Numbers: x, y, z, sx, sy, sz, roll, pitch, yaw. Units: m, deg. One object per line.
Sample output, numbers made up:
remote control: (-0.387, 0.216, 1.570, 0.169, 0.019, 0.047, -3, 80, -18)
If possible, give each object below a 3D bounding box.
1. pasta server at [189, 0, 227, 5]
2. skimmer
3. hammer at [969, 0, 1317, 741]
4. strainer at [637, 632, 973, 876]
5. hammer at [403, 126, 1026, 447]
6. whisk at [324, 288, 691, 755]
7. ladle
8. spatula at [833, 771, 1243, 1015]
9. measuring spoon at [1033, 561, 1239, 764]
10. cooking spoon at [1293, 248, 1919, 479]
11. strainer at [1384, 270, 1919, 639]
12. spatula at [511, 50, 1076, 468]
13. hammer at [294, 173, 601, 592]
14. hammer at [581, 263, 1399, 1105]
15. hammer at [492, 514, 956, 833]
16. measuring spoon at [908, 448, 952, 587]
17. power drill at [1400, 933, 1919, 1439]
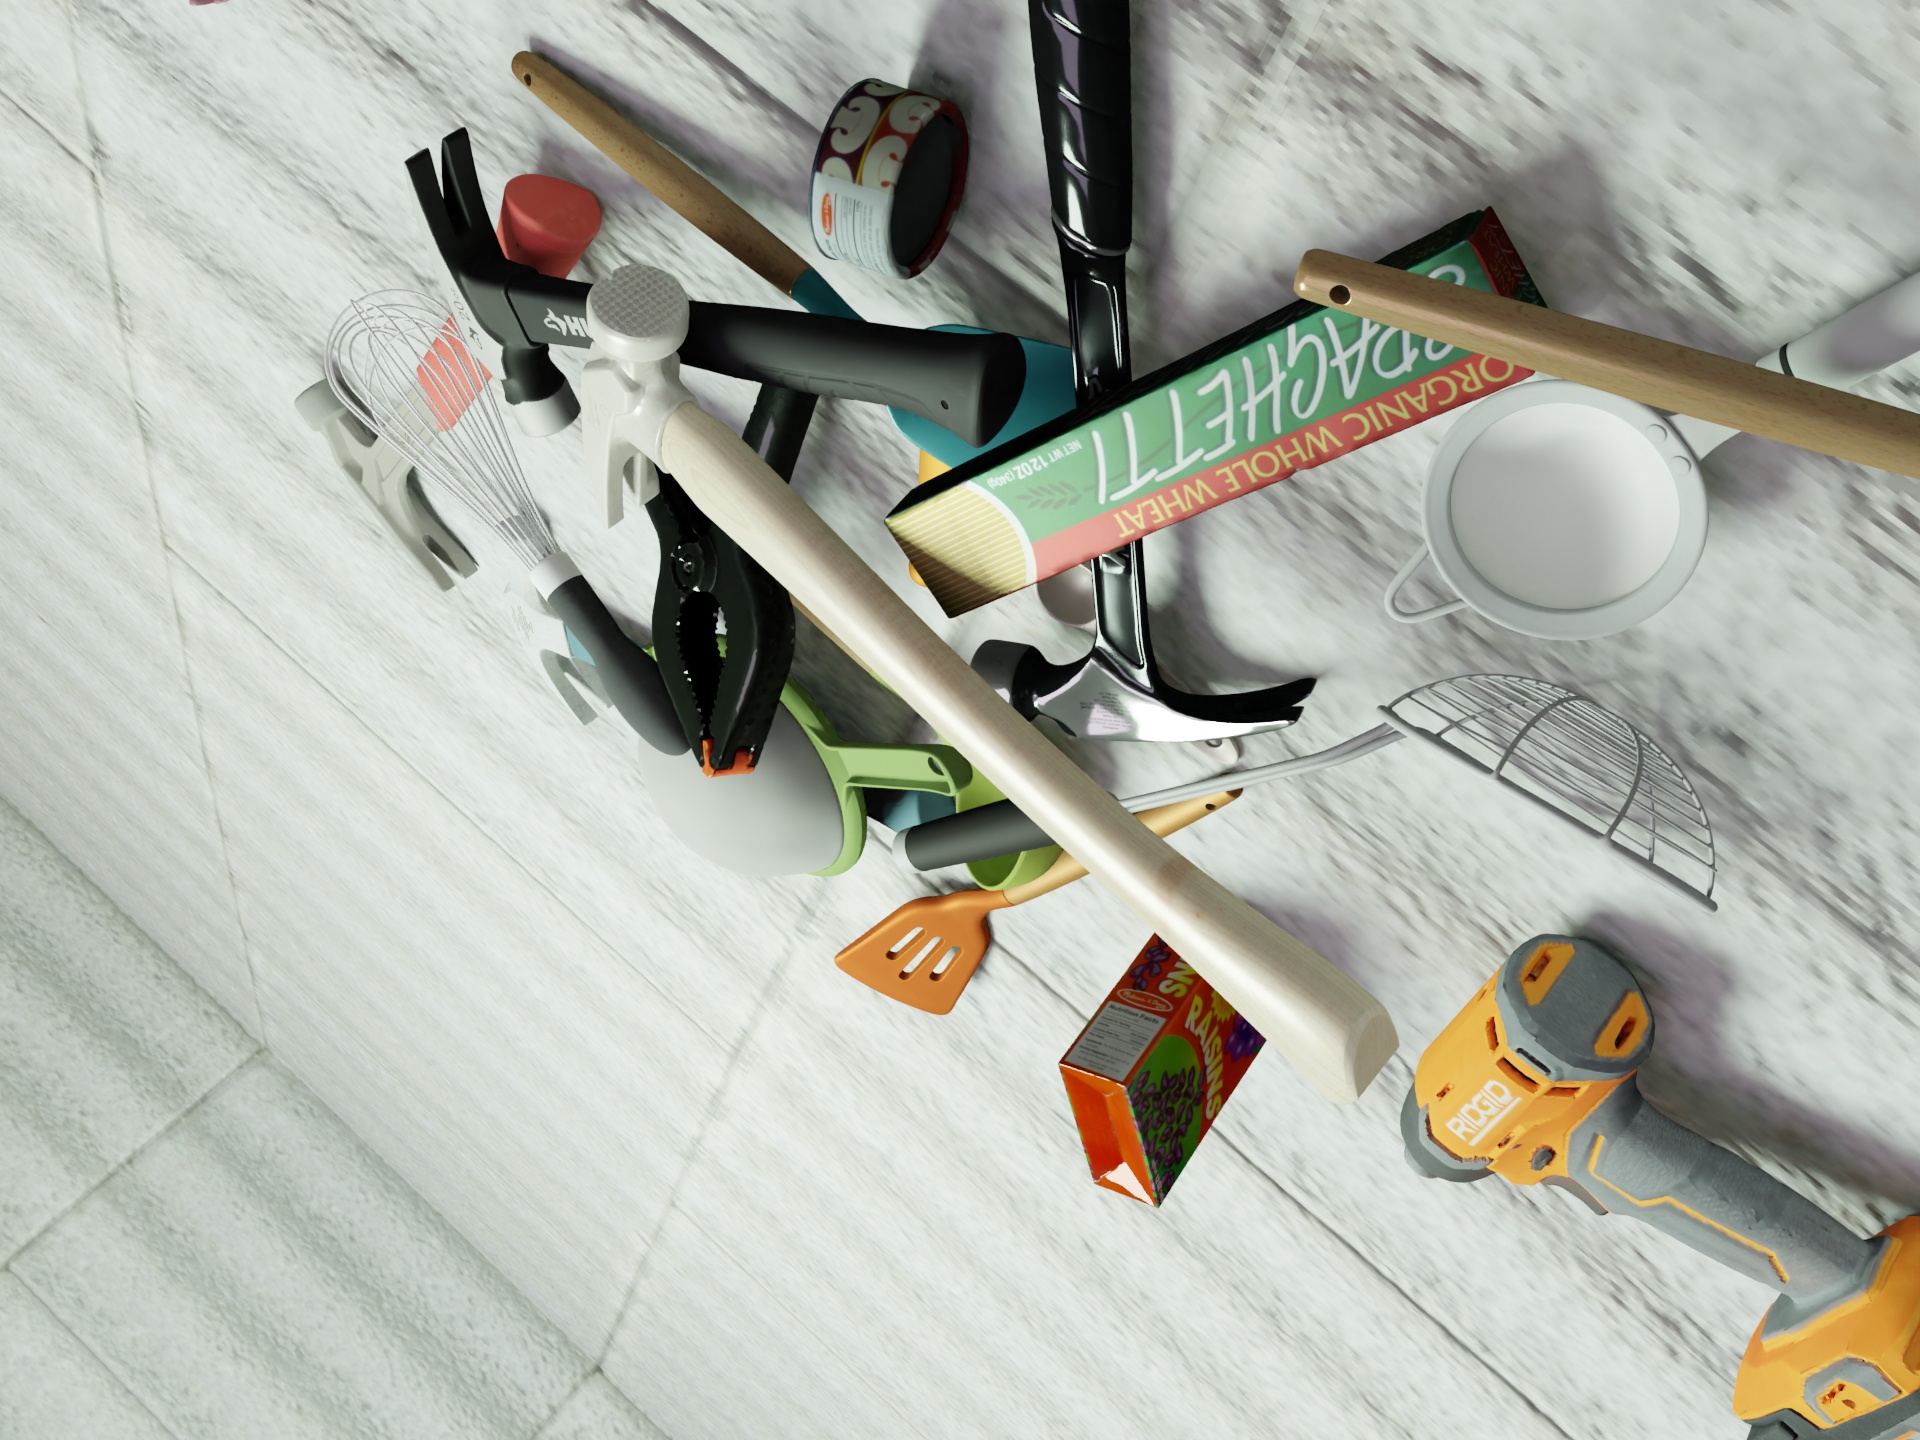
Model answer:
pasta server: (-0.262, -0.369, 0.687, 0.316, 0.040, 0.060, 7, 118, 41)
skimmer: (0.106, 0.053, 0.636, 0.363, 0.090, 0.127, -16, 153, 40)
hammer: (0.052, -0.156, 0.567, 0.149, 0.036, 0.408, 10, 130, 24)
strainer: (-0.092, 0.034, 0.804, 0.256, 0.069, 0.151, 0, 120, 53)
hammer: (-0.109, -0.164, 0.656, 0.335, 0.035, 0.146, 19, 142, 38)
whisk: (-0.222, -0.097, 0.796, 0.284, 0.070, 0.070, 54, 145, 3)
ladle: (-0.067, -0.042, 0.796, 0.320, 0.062, 0.078, 43, 136, 8)
spatula: (0.039, 0.091, 0.829, 0.081, 0.041, 0.322, 29, 147, -18)
measuring spoon: (0.081, -0.028, 0.697, 0.124, 0.018, 0.034, 45, 136, -11)
cooking spoon: (0.243, -0.075, 0.423, 0.319, 0.017, 0.068, 20, 137, 12)
strainer: (0.231, -0.093, 0.455, 0.087, 0.050, 0.258, 53, 139, -5)
spatula: (-0.077, -0.200, 0.676, 0.318, 0.044, 0.082, 41, 137, 16)
hammer: (-0.274, -0.186, 0.881, 0.149, 0.037, 0.359, 53, 145, -10)
hammer: (-0.001, -0.002, 0.627, 0.411, 0.038, 0.146, 43, 153, 11)
hammer: (-0.141, -0.009, 0.922, 0.331, 0.033, 0.128, 26, 139, 26)
measuring spoon: (-0.013, -0.103, 0.716, 0.021, 0.011, 0.116, 31, 142, 20)
power drill: (0.290, 0.204, 0.655, 0.227, 0.084, 0.164, 39, 145, 17)
